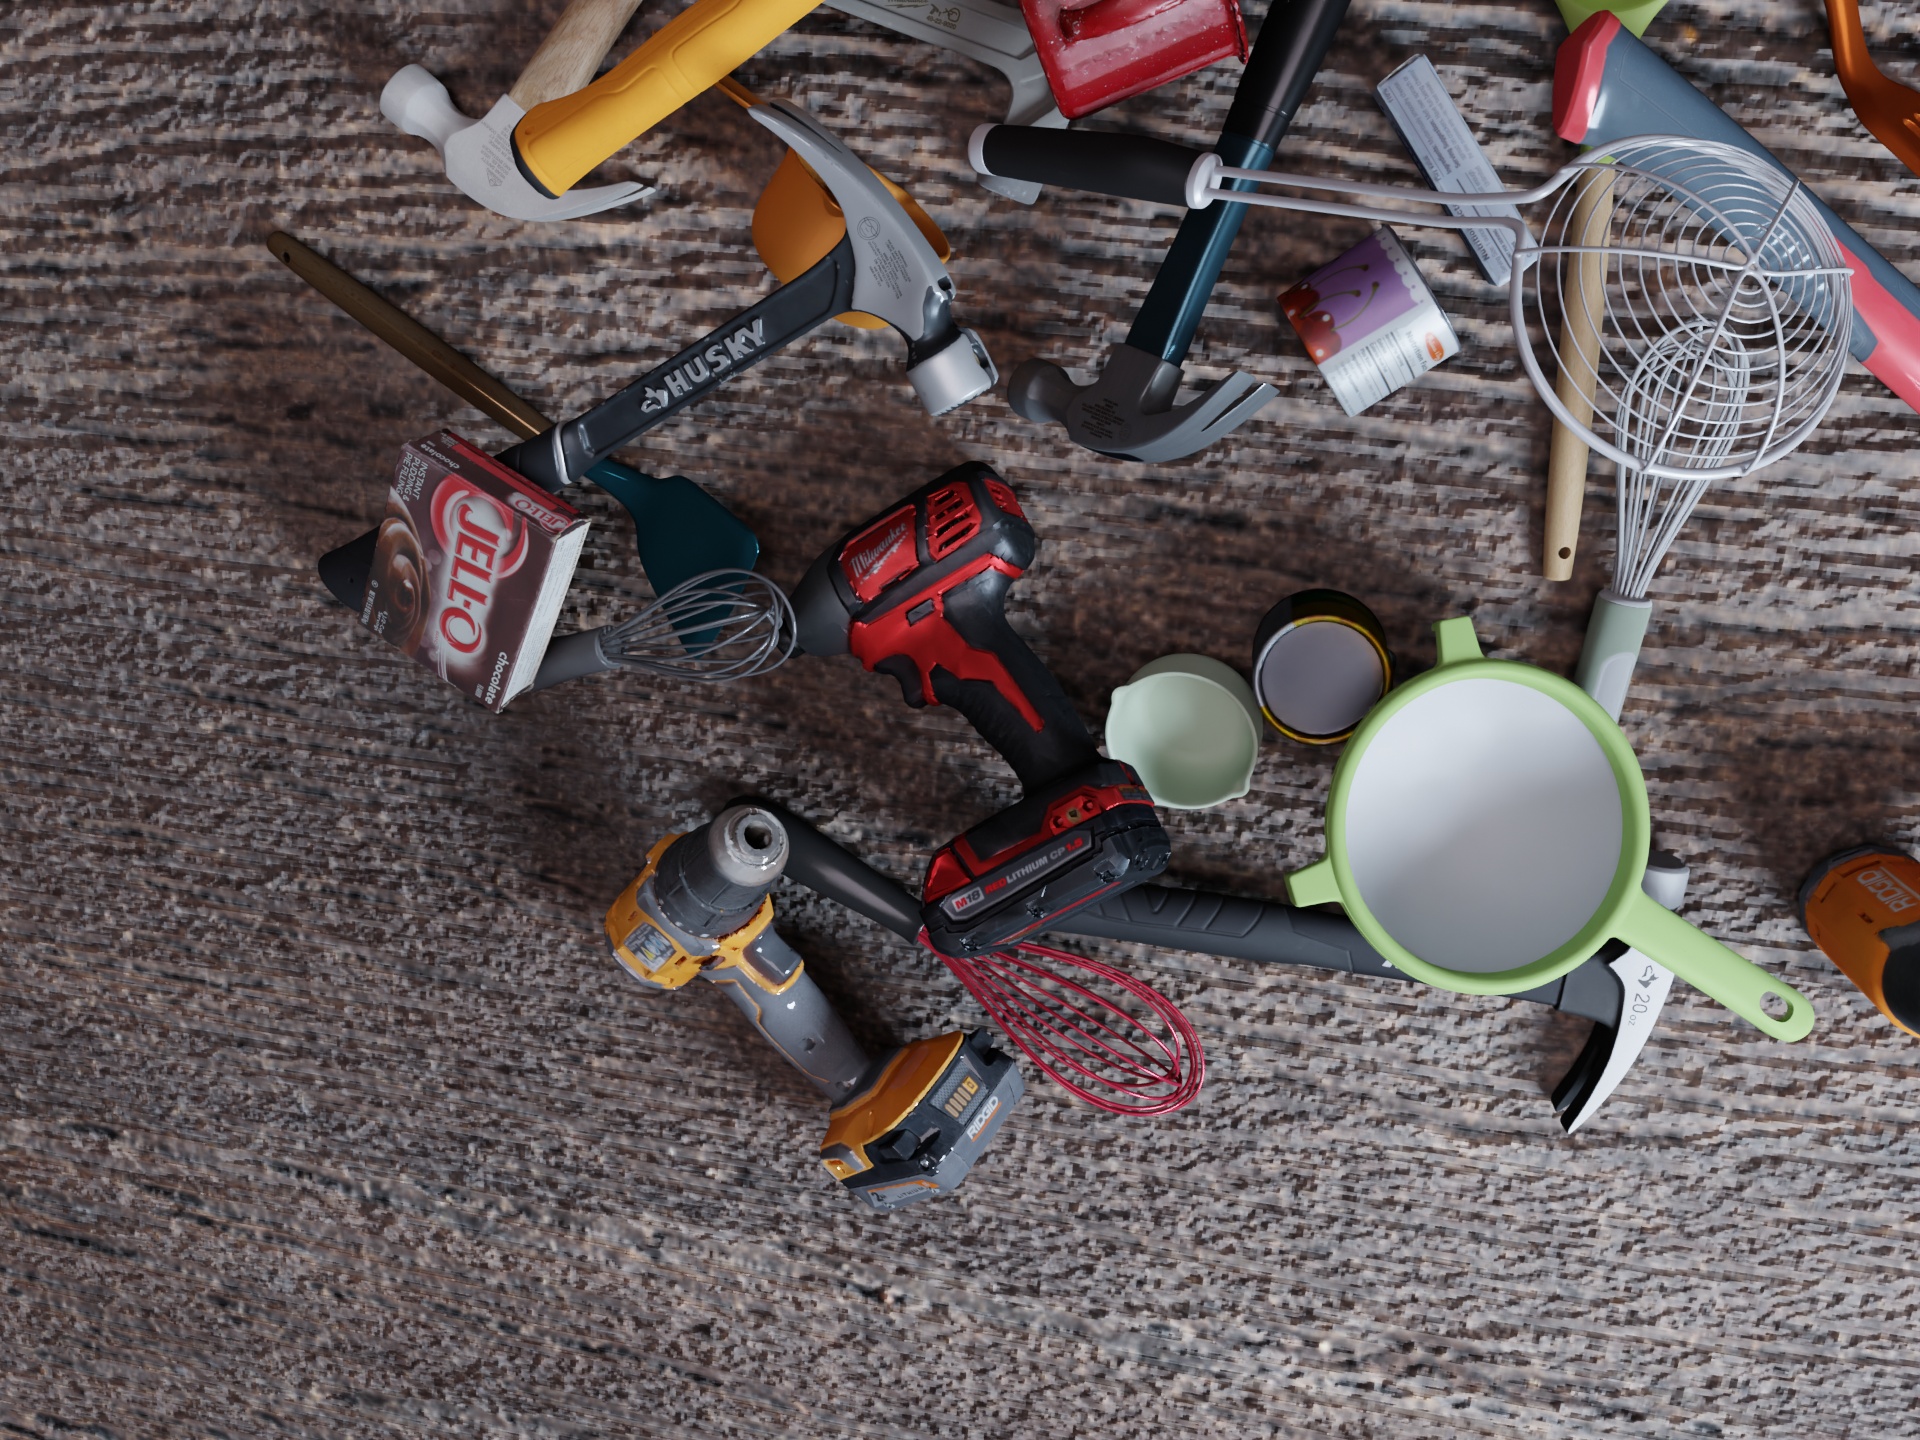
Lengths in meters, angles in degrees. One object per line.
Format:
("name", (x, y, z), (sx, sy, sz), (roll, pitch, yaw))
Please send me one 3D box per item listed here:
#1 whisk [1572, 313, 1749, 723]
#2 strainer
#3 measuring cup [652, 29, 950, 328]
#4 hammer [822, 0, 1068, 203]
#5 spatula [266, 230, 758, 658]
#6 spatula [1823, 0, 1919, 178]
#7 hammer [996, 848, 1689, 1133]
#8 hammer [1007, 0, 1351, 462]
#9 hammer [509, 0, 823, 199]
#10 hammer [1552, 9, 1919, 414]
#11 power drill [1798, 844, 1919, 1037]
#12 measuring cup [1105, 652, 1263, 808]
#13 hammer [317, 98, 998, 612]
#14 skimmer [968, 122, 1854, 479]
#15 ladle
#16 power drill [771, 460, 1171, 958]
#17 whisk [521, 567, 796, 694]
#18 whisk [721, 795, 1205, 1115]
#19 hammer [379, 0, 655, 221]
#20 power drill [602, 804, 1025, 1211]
("whisk", (0.312, -0.064, 0.740), (0.057, 0.059, 0.246), (1, 112, -18))
("strainer", (0.278, 0.075, 0.744), (0.256, 0.069, 0.151), (31, 86, -6))
("measuring cup", (-0.087, -0.251, 0.747), (0.173, 0.095, 0.052), (39, 118, 2))
("hammer", (-0.107, -0.364, 0.712), (0.359, 0.037, 0.149), (18, 109, -6))
("spatula", (-0.237, -0.157, 0.825), (0.317, 0.044, 0.082), (36, 123, 2))
("spatula", (0.355, -0.345, 0.653), (0.041, 0.081, 0.322), (-19, 99, 54))
("hammer", (0.183, 0.117, 0.808), (0.335, 0.035, 0.146), (8, 106, 5))
("hammer", (0.132, -0.270, 0.706), (0.128, 0.033, 0.331), (35, 107, 40))
("hammer", (-0.050, -0.317, 0.663), (0.337, 0.034, 0.127), (-29, 55, 15))
("hammer", (0.409, -0.171, 0.666), (0.386, 0.038, 0.143), (37, 108, -9))
("power drill", (0.499, 0.073, 0.678), (0.226, 0.164, 0.084), (-25, 98, 15))
("measuring cup", (0.091, 0.031, 0.821), (0.083, 0.038, 0.167), (38, 126, -1))
("hammer", (-0.181, -0.142, 0.769), (0.409, 0.036, 0.149), (-22, 105, 31))
("skimmer", (0.158, -0.190, 0.640), (0.363, 0.090, 0.127), (23, 79, 36))
("ladle", (0.282, -0.216, 0.699), (0.078, 0.062, 0.320), (-1, 108, 1))
("power drill", (-0.001, -0.002, 0.777), (0.143, 0.078, 0.220), (-29, 76, 17))
("whisk", (-0.179, -0.035, 0.818), (0.239, 0.055, 0.055), (-9, 104, 35))
("whisk", (-0.003, 0.121, 0.849), (0.296, 0.073, 0.073), (30, 109, 9))
("hammer", (-0.138, -0.380, 0.750), (0.130, 0.031, 0.331), (41, 108, -1))
("power drill", (-0.075, 0.142, 0.819), (0.226, 0.084, 0.185), (44, 145, -3))
